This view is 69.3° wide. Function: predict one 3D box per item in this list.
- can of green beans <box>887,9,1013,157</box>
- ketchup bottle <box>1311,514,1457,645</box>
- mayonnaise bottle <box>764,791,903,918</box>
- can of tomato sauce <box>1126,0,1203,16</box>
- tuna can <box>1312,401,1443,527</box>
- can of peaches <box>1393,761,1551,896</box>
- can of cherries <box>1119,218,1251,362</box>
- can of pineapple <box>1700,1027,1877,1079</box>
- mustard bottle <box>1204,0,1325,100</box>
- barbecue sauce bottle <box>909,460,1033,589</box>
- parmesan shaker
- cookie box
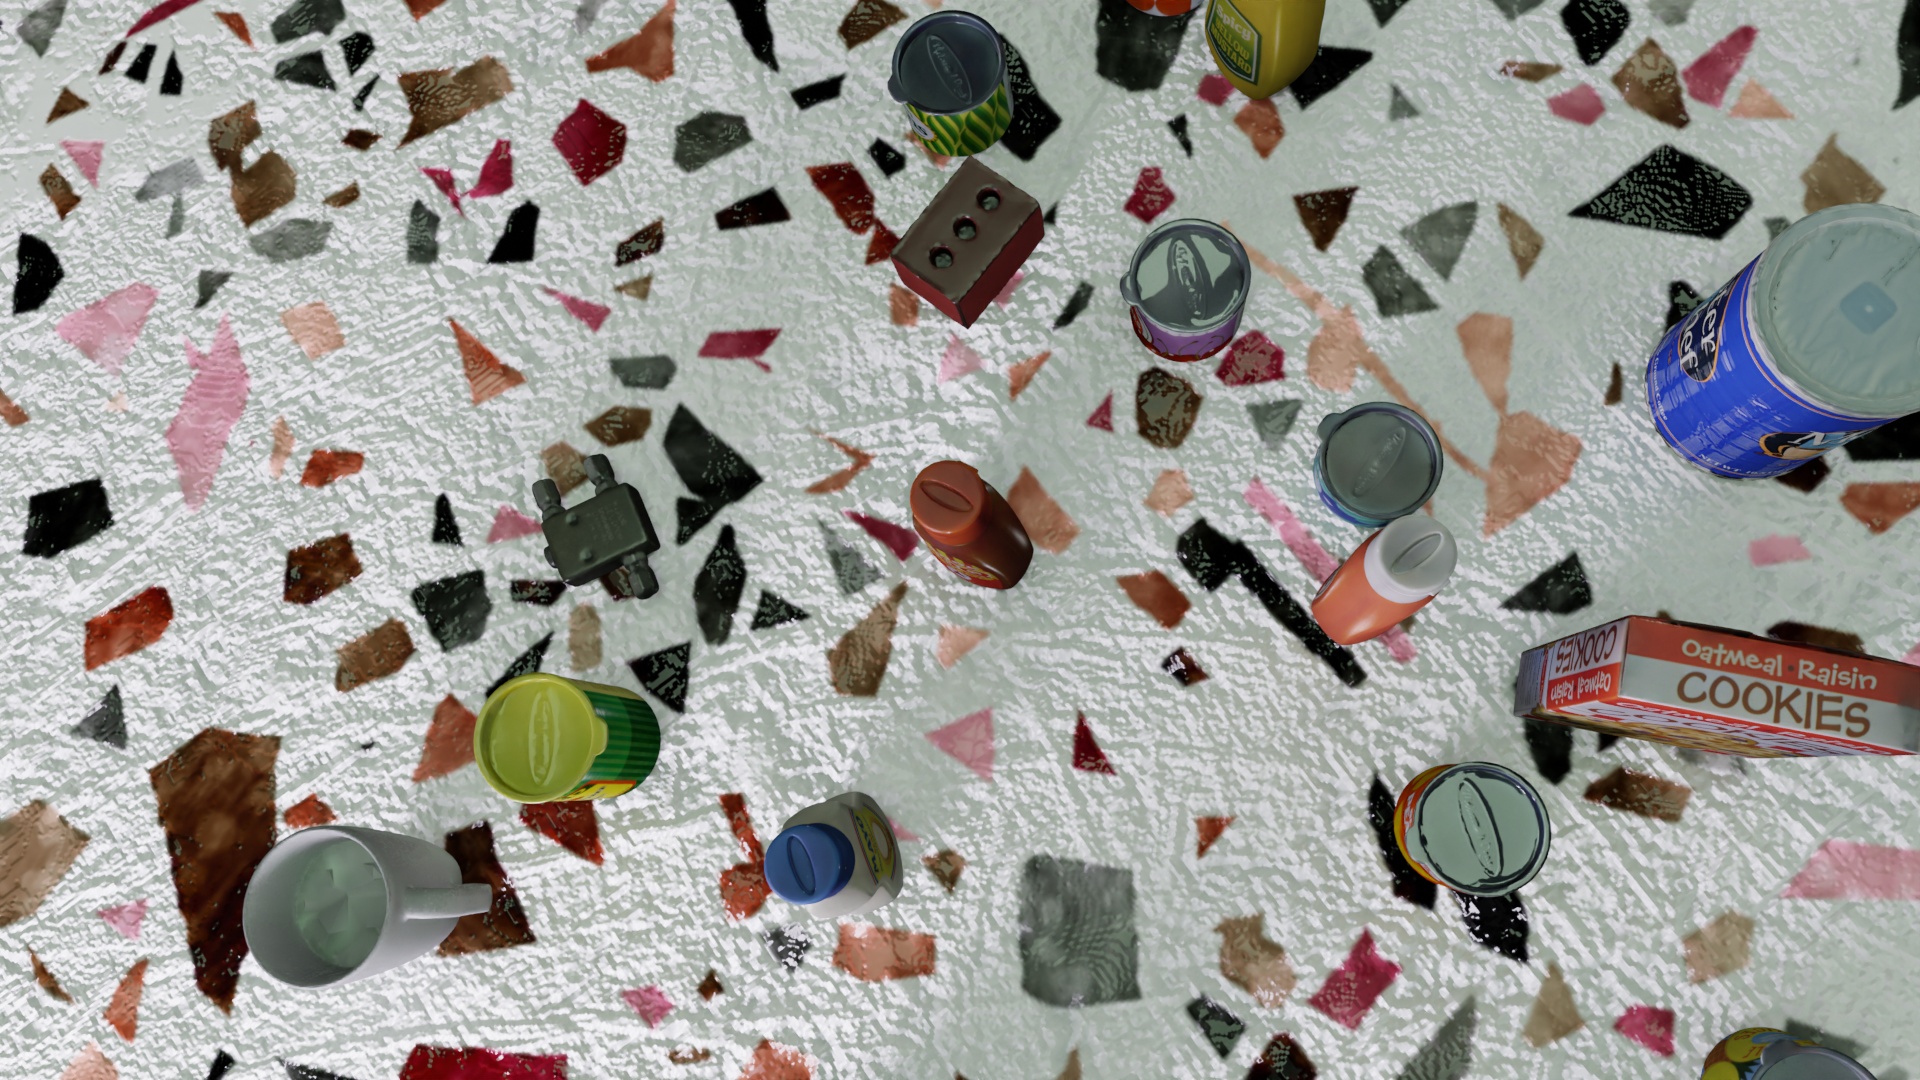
[{"bbox_3d":[-0.004,-0.270,0.825,0.071,0.057,0.071,-1,80,7],"label":"can of green beans"},{"bbox_3d":[0.216,0.019,0.699,0.065,0.148,0.043,-38,78,-1],"label":"ketchup bottle"},{"bbox_3d":[-0.063,0.161,0.706,0.041,0.148,0.065,-22,78,3],"label":"mayonnaise bottle"},{"bbox_3d":[0.120,-0.359,0.814,0.071,0.083,0.071,-1,80,7],"label":"can of tomato sauce"},{"bbox_3d":[0.228,-0.042,0.768,0.071,0.033,0.071,-1,79,7],"label":"tuna can"},{"bbox_3d":[0.259,0.148,0.716,0.071,0.058,0.071,-1,80,7],"label":"can of peaches"},{"bbox_3d":[0.126,-0.140,0.785,0.071,0.058,0.071,-1,80,7],"label":"can of cherries"},{"bbox_3d":[0.404,0.273,0.675,0.071,0.058,0.071,-1,80,7],"label":"can of pineapple"},{"bbox_3d":[0.168,-0.302,0.758,0.049,0.160,0.065,-37,78,-1],"label":"mustard bottle"},{"bbox_3d":[0.003,-0.009,0.729,0.065,0.148,0.044,28,85,11],"label":"barbecue sauce bottle"},{"bbox_3d":[-0.207,0.109,0.756,0.071,0.103,0.071,-1,80,7],"label":"parmesan shaker"},{"bbox_3d":[0.351,0.073,0.663,0.123,0.167,0.040,10,81,9],"label":"cookie box"}]
